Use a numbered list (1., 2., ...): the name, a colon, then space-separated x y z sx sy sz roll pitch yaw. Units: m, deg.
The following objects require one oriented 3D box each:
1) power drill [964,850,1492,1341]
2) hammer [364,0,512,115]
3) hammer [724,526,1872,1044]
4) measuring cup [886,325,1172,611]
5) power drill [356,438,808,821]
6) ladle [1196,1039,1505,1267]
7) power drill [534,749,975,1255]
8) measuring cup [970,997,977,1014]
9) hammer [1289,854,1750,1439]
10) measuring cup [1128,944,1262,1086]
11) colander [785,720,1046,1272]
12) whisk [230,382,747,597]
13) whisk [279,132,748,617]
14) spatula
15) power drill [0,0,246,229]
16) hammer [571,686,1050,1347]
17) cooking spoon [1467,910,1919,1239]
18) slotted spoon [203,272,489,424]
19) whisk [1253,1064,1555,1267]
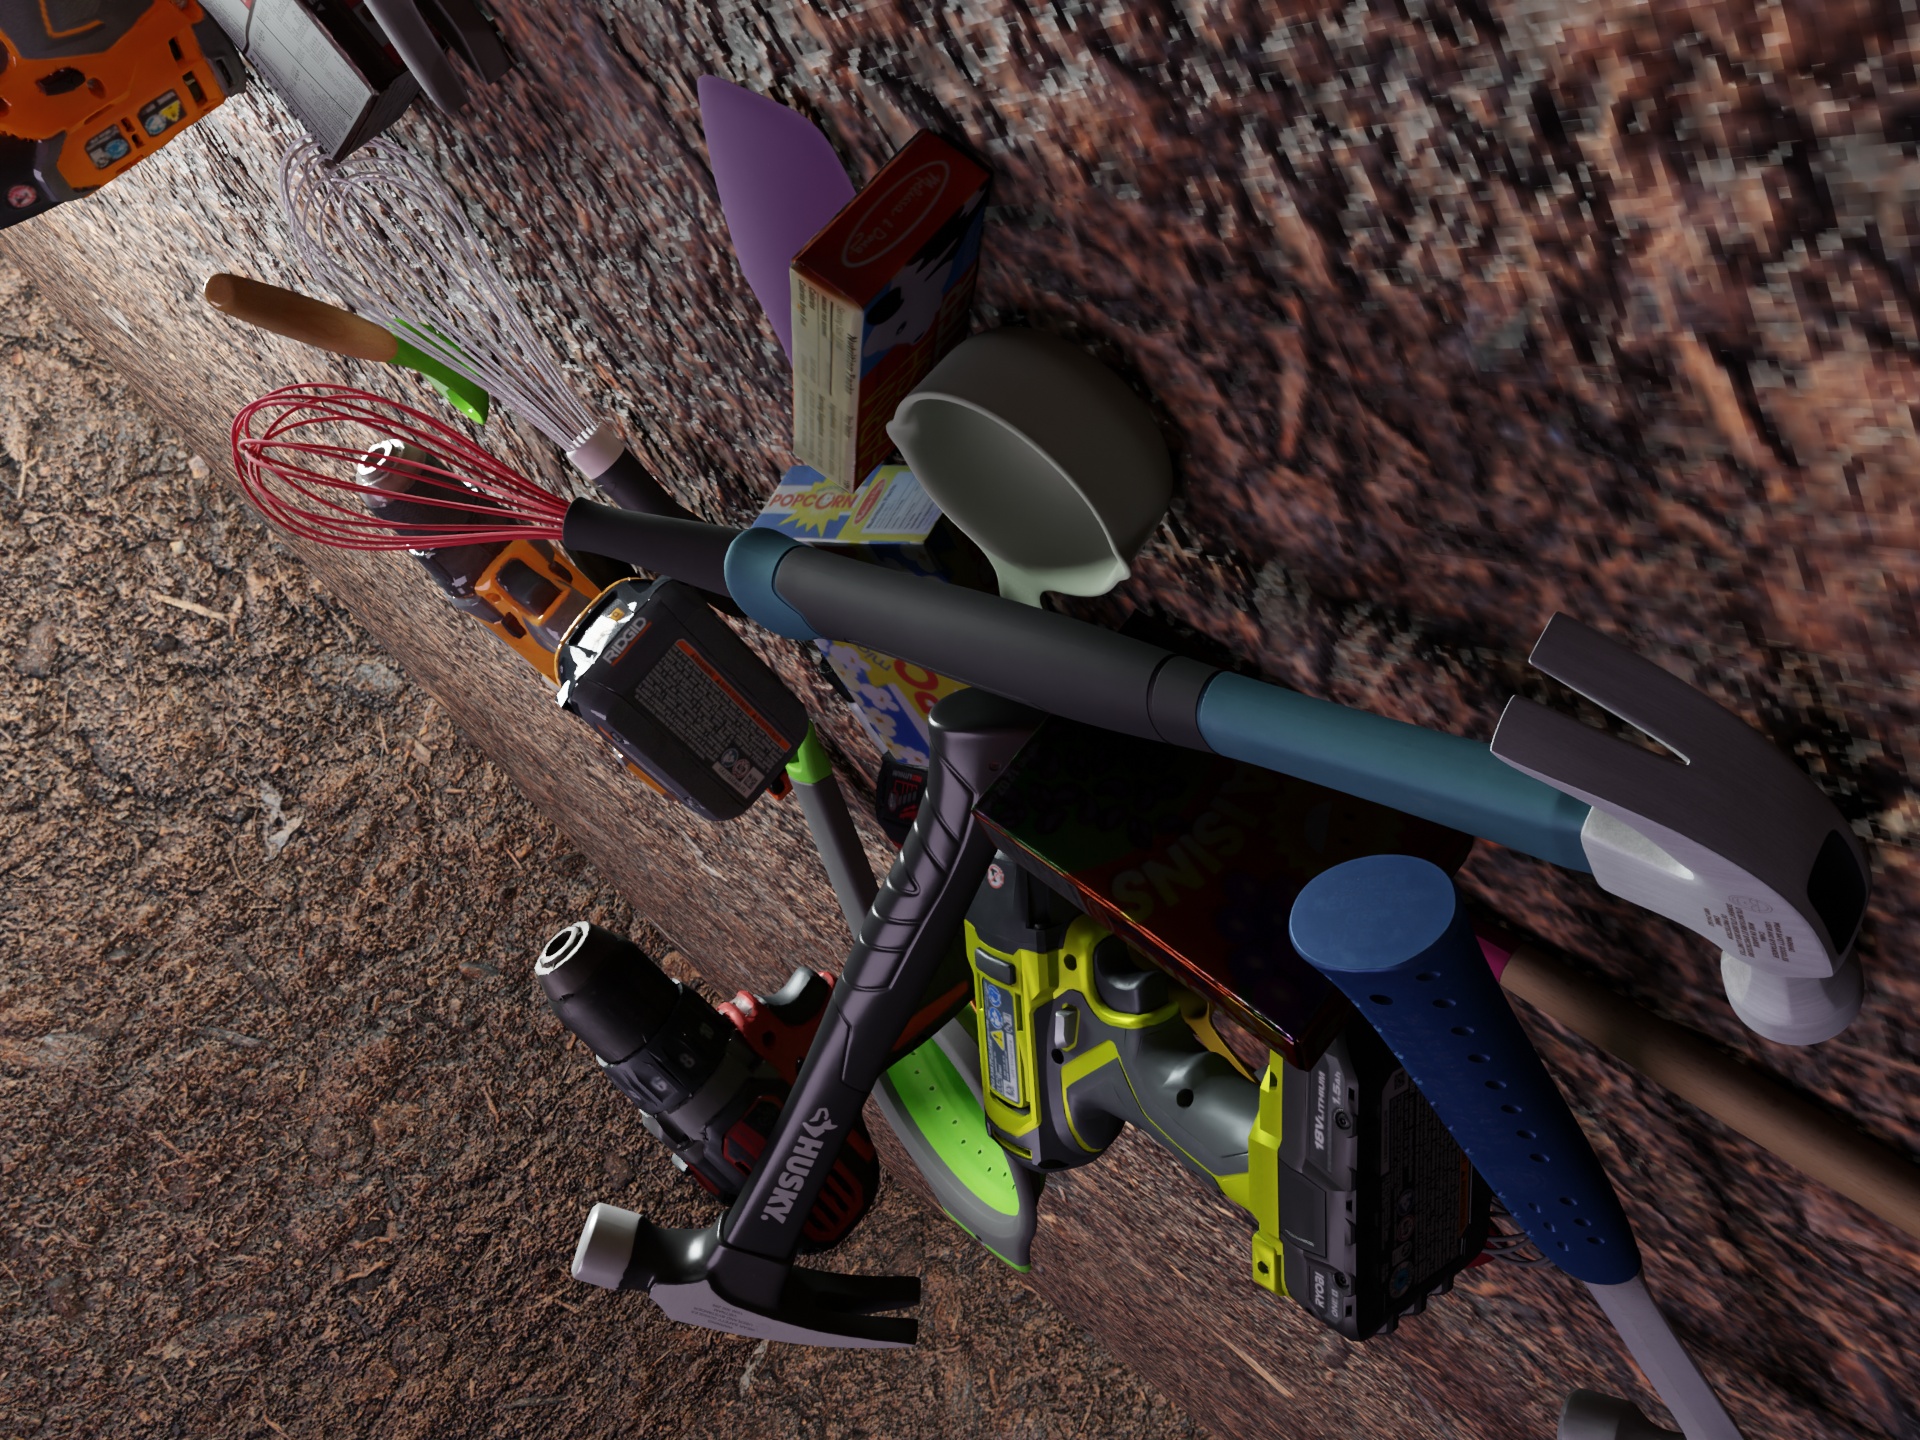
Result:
1. power drill: 0.086 0.120 0.613 0.223 0.080 0.171 17 117 50
2. hammer: -0.075 -0.195 0.371 0.359 0.037 0.148 29 158 41
3. hammer: 0.059 -0.004 0.426 0.331 0.033 0.128 19 161 38
4. measuring cup: 0.028 -0.055 0.475 0.083 0.038 0.167 33 165 20
5. power drill: -0.198 -0.054 0.802 0.226 0.084 0.185 29 166 43
6. ladle: 0.134 0.183 0.823 0.316 0.031 0.069 33 158 35
7. power drill: -0.058 0.102 0.712 0.187 0.227 0.080 50 162 -23
8. measuring cup: 0.048 0.167 0.864 0.095 0.052 0.173 33 144 38
9. hammer: 0.207 0.171 0.493 0.144 0.035 0.405 -1 140 40
10. measuring cup: 0.125 0.139 0.691 0.156 0.029 0.062 53 157 -3
11. colander: -0.009 0.158 1.011 0.205 0.094 0.396 16 130 57
12. whisk: -0.187 -0.090 0.698 0.296 0.073 0.073 14 157 9
13. whisk: -0.189 -0.145 0.719 0.284 0.070 0.070 47 163 -27
14. spatula: -0.042 -0.096 0.565 0.060 0.018 0.315 30 159 16
15. power drill: -0.404 -0.304 0.638 0.084 0.164 0.226 38 160 17
16. hammer: -0.036 0.125 0.606 0.146 0.334 0.035 20 -150 -9
17. cooking spoon: 0.189 0.086 0.477 0.319 0.017 0.068 33 170 32
18. slotted spoon: -0.270 -0.172 0.724 0.070 0.031 0.314 45 -177 -6
19. whisk: 0.179 0.174 0.668 0.055 0.055 0.239 47 167 -10
